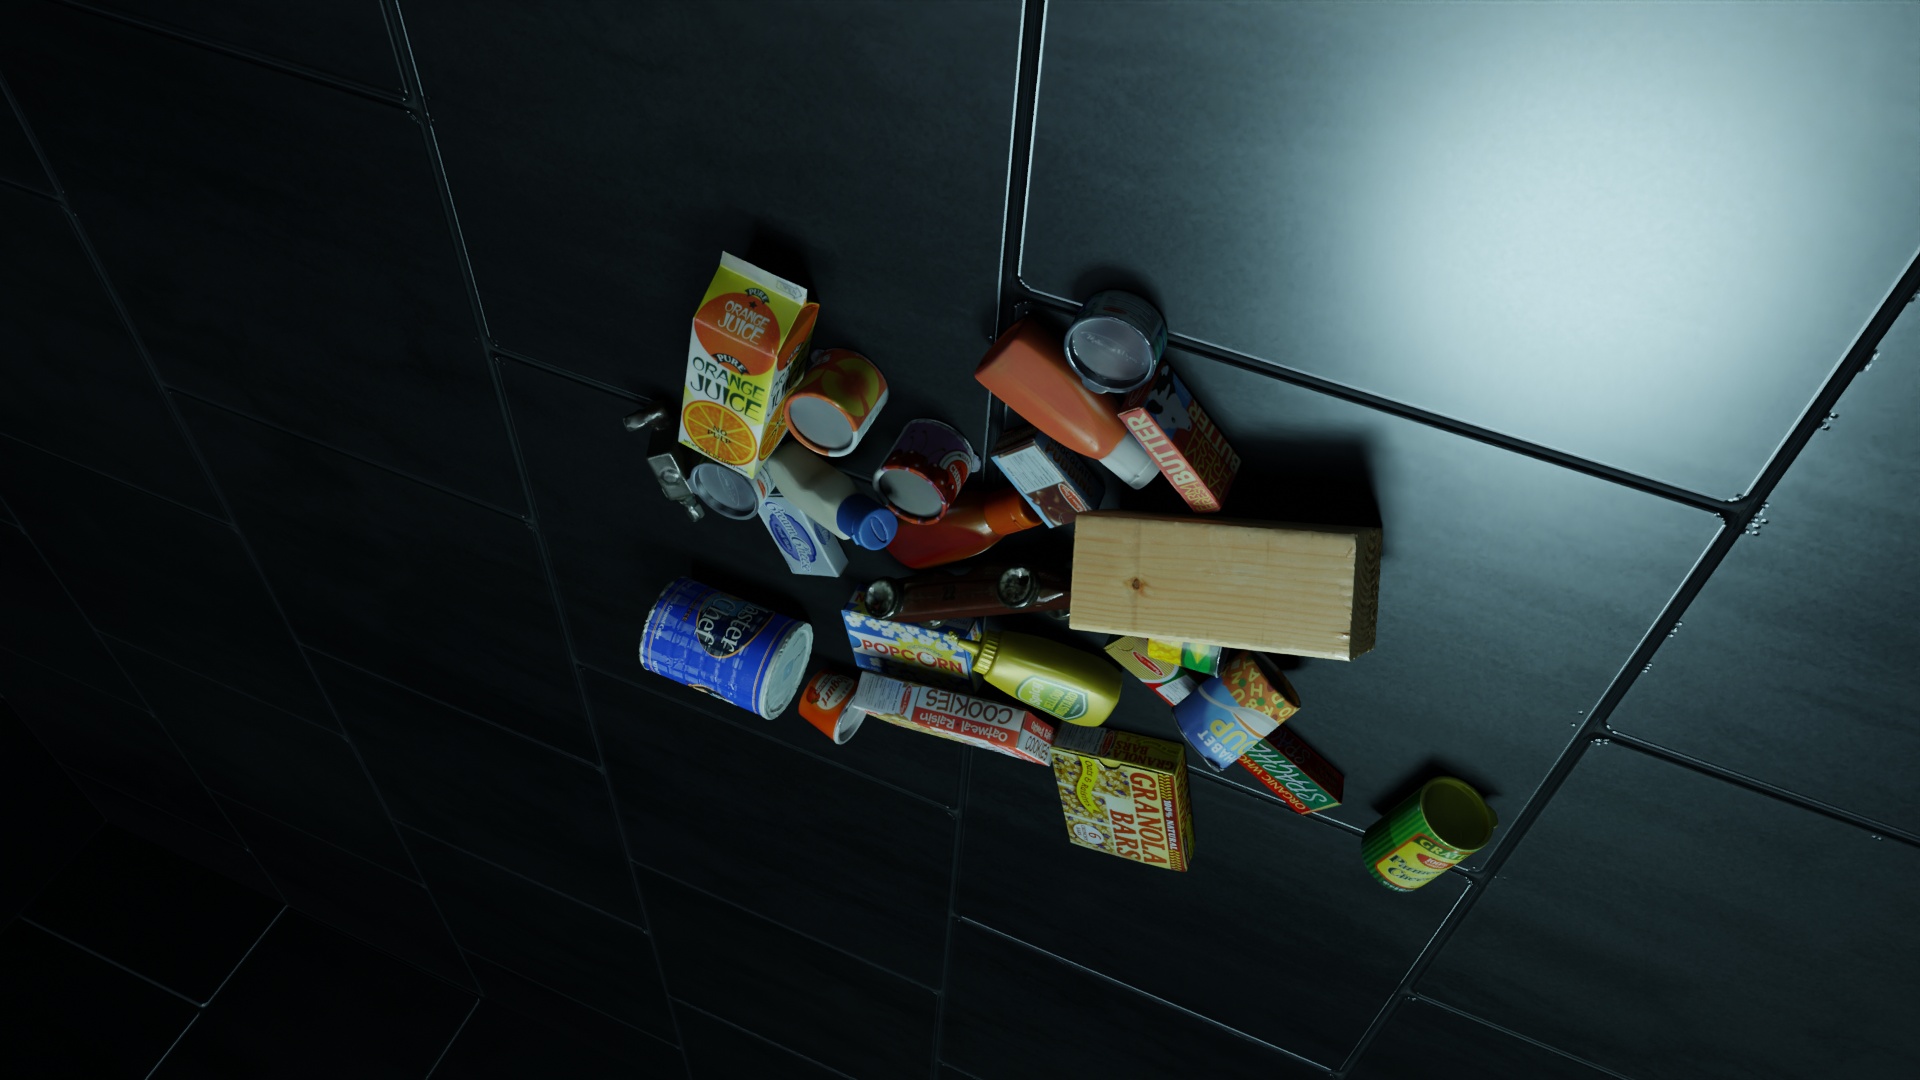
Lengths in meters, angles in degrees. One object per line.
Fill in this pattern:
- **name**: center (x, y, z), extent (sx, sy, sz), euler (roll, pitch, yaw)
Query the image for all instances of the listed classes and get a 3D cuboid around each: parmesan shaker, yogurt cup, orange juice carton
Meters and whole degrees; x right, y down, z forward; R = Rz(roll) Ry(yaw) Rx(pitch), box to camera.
- **parmesan shaker**: center (0.399, 0.253, 1.186), extent (0.071, 0.072, 0.102), euler (28, 142, 2)
- **yogurt cup**: center (-0.129, 0.167, 1.425), extent (0.054, 0.073, 0.072), euler (27, 143, 16)
- **orange juice carton**: center (-0.166, -0.143, 1.092), extent (0.072, 0.073, 0.191), euler (27, 141, 4)

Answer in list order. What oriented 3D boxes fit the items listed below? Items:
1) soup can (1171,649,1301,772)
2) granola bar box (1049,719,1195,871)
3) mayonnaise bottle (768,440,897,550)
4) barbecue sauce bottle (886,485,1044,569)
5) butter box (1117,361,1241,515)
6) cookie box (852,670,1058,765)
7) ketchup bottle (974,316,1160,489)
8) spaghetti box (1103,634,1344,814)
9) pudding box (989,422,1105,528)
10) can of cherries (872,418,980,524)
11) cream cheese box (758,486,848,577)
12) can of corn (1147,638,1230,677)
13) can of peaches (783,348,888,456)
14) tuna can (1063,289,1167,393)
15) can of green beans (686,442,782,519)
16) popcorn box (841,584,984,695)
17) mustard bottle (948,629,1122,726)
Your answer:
- **soup can**: center (0.227, 0.138, 1.136), extent (0.071, 0.071, 0.083), euler (42, 109, -15)
- **granola bar box**: center (0.160, 0.251, 1.354), extent (0.124, 0.039, 0.164), euler (9, 138, 23)
- **mayonnaise bottle**: center (-0.105, -0.034, 1.150), extent (0.148, 0.041, 0.064), euler (32, 155, 49)
- **barbecue sauce bottle**: center (0.004, -0.014, 1.152), extent (0.148, 0.044, 0.064), euler (-15, 137, 41)
- **butter box**: center (0.157, -0.072, 0.985), extent (0.024, 0.053, 0.103), euler (-17, 123, 45)
- **cookie box**: center (-0.001, 0.169, 1.323), extent (0.167, 0.040, 0.122), euler (12, 168, 21)
- **ketchup bottle**: center (0.084, -0.095, 1.012), extent (0.149, 0.044, 0.064), euler (38, 141, -12)
- **spaghetti box**: center (0.232, 0.153, 1.208), extent (0.250, 0.029, 0.050), euler (40, 141, -13)
- **pudding box**: center (0.068, -0.051, 1.082), extent (0.049, 0.030, 0.083), euler (-19, 122, 43)
- **can of cherries**: center (-0.027, -0.054, 1.116), extent (0.071, 0.059, 0.071), euler (18, 140, 15)
- **cream cheese box**: center (-0.147, -0.011, 1.268), extent (0.053, 0.024, 0.103), euler (2, 134, 30)
- **can of corn**: center (0.187, 0.068, 1.112), extent (0.058, 0.071, 0.070), euler (15, 140, 18)
- **can of peaches**: center (-0.101, -0.110, 1.100), extent (0.071, 0.058, 0.071), euler (17, 141, 15)
- **tuna can**: center (0.107, -0.136, 0.961), extent (0.071, 0.033, 0.070), euler (17, 140, 15)
- **can of green beans**: center (-0.192, -0.062, 1.211), extent (0.071, 0.058, 0.071), euler (17, 141, 15)
- **popcorn box**: center (-0.041, 0.094, 1.307), extent (0.127, 0.038, 0.084), euler (12, 140, 21)
- **mustard bottle**: center (0.062, 0.115, 1.240), extent (0.160, 0.049, 0.065), euler (21, 136, -5)
